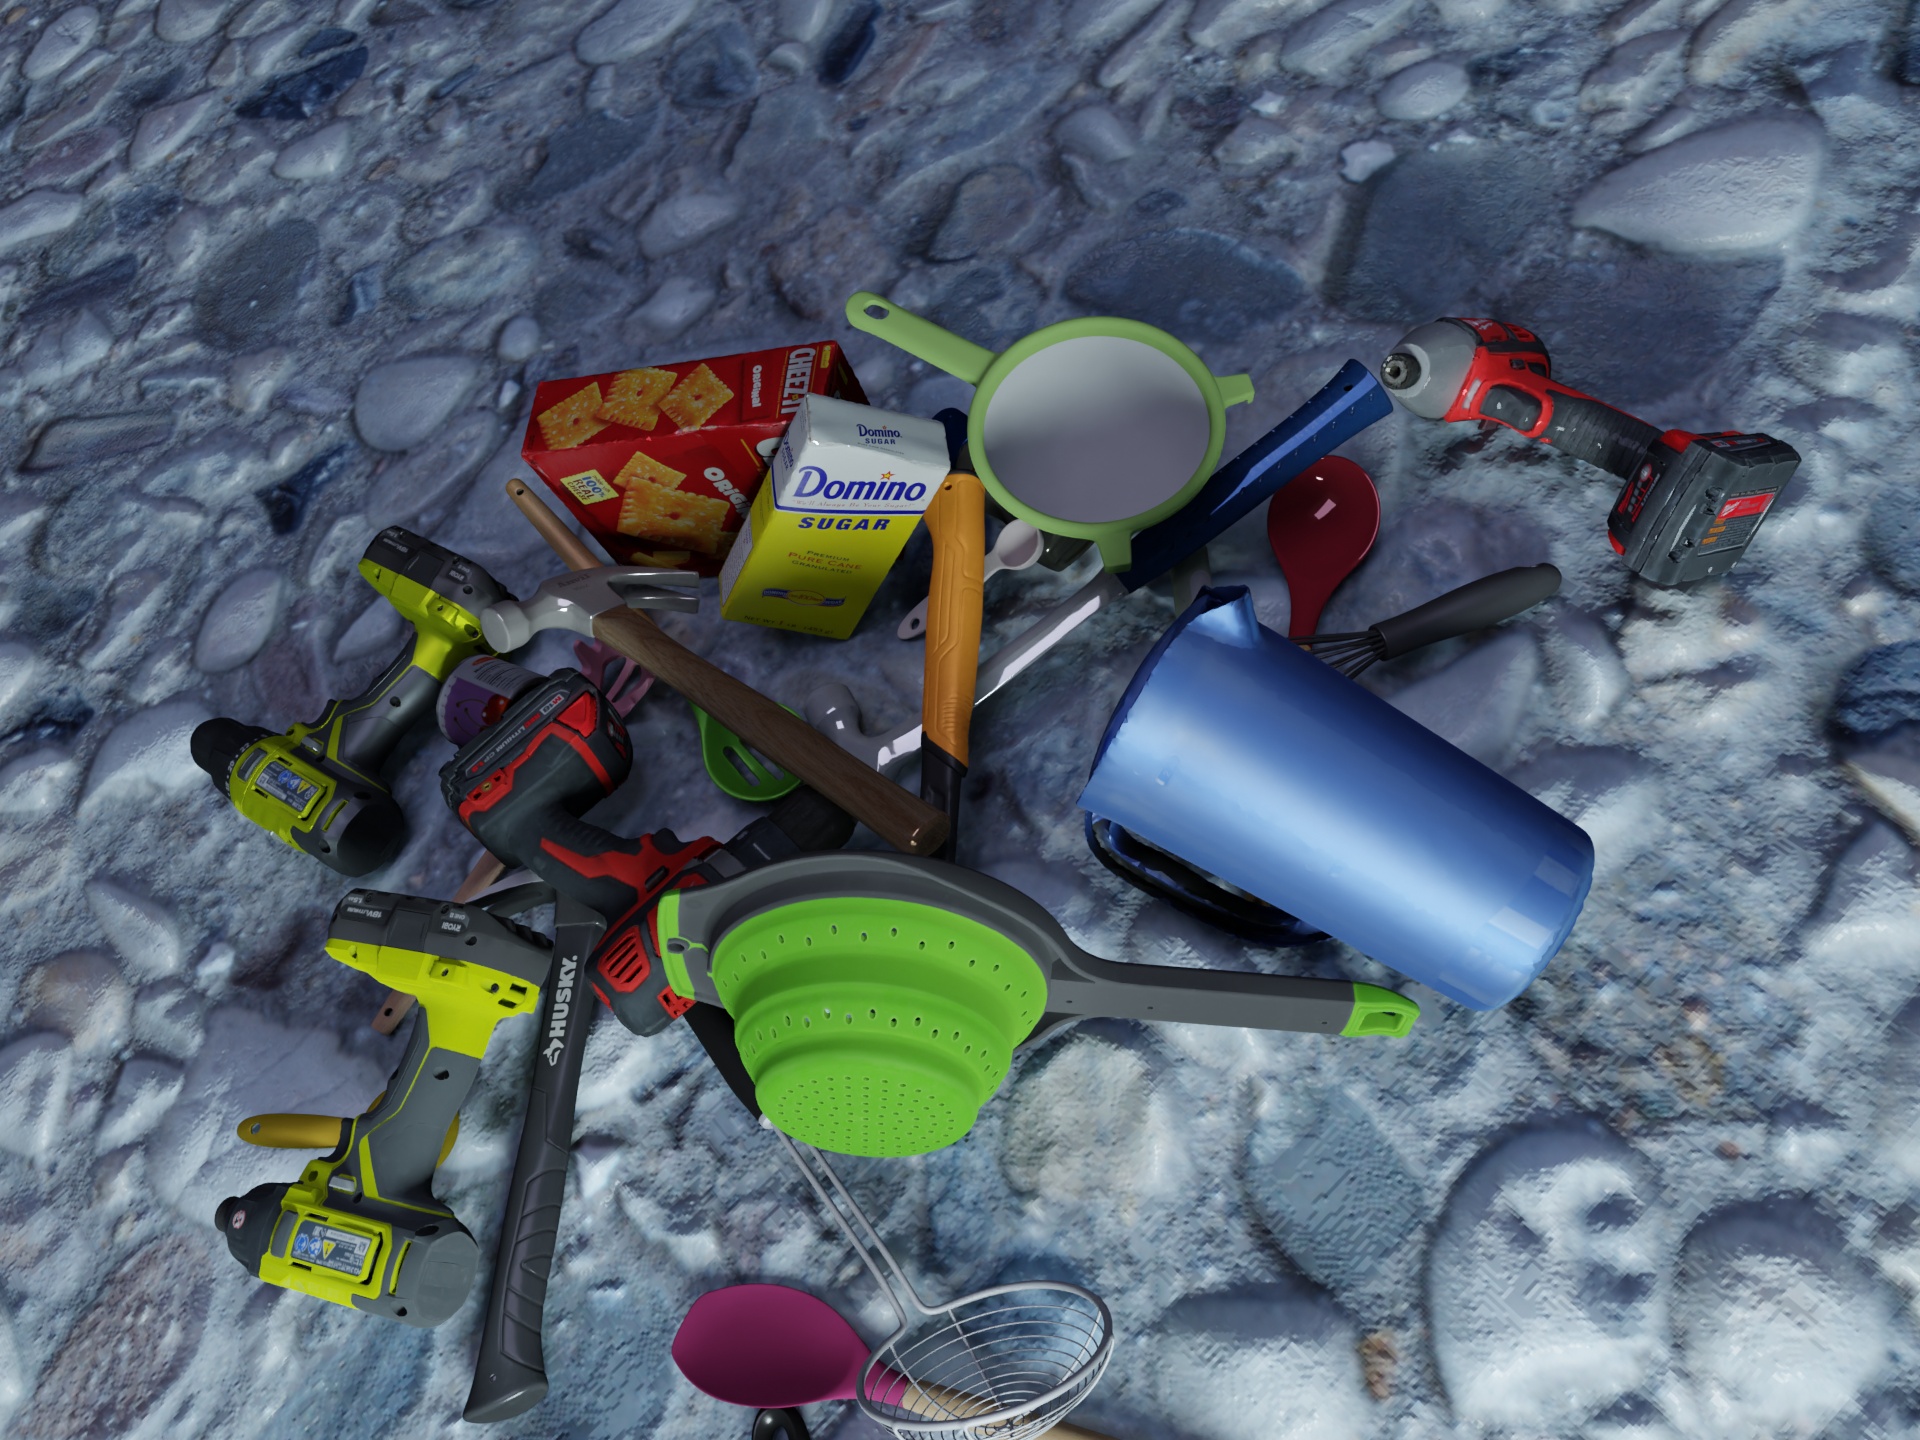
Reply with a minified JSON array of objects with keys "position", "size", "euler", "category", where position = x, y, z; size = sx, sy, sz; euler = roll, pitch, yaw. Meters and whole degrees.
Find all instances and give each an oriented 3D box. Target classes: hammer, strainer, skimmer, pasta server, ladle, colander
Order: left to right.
[{"position":[-0.295,0.066,1.055],"size":[0.060,0.040,0.316],"euler":[27,72,10],"category":"pasta server"},{"position":[-0.248,0.235,0.943],"size":[0.146,0.035,0.335],"euler":[-5,59,15],"category":"hammer"},{"position":[-0.136,-0.012,0.958],"size":[0.331,0.031,0.130],"euler":[32,42,29],"category":"hammer"},{"position":[-0.063,0.233,0.844],"size":[0.127,0.090,0.364],"euler":[-19,45,-31],"category":"skimmer"},{"position":[-0.002,-0.003,0.946],"size":[0.127,0.034,0.337],"euler":[-8,64,23],"category":"hammer"},{"position":[0.038,-0.188,0.971],"size":[0.256,0.069,0.151],"euler":[31,74,18],"category":"strainer"},{"position":[0.038,0.166,0.810],"size":[0.397,0.204,0.095],"euler":[5,51,0],"category":"colander"},{"position":[0.092,-0.076,0.977],"size":[0.405,0.035,0.144],"euler":[-37,57,6],"category":"hammer"},{"position":[0.200,-0.021,0.950],"size":[0.069,0.031,0.316],"euler":[8,65,16],"category":"ladle"}]

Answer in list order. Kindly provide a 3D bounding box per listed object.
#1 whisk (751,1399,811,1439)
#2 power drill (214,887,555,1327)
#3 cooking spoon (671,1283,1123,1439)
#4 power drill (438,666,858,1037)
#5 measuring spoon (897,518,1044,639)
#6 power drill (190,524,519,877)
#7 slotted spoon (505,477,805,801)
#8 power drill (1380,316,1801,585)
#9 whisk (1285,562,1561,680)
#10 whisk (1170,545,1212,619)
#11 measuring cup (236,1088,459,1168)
[{"position":[-0.059,0.463,0.736],"size":[0.073,0.073,0.296],"euler":[-23,50,4],"category":"whisk"},{"position":[-0.336,0.218,0.921],"size":[0.171,0.080,0.223],"euler":[4,69,26],"category":"power drill"},{"position":[-0.003,0.347,0.803],"size":[0.319,0.017,0.069],"euler":[8,42,22],"category":"cooking spoon"},{"position":[-0.186,0.061,0.963],"size":[0.188,0.080,0.227],"euler":[-43,57,-16],"category":"power drill"},{"position":[0.008,-0.088,1.042],"size":[0.124,0.018,0.034],"euler":[-35,56,25],"category":"measuring spoon"},{"position":[-0.429,-0.020,1.129],"size":[0.191,0.080,0.228],"euler":[24,73,29],"category":"power drill"},{"position":[-0.208,-0.059,1.065],"size":[0.070,0.031,0.314],"euler":[-41,72,-12],"category":"slotted spoon"},{"position":[0.351,-0.169,0.923],"size":[0.143,0.078,0.220],"euler":[-12,42,-43],"category":"power drill"},{"position":[0.244,-0.046,0.921],"size":[0.239,0.055,0.055],"euler":[-21,55,-10],"category":"whisk"},{"position":[0.145,-0.116,1.014],"size":[0.059,0.057,0.247],"euler":[-37,48,48],"category":"whisk"},{"position":[-0.385,0.250,0.980],"size":[0.156,0.029,0.062],"euler":[-3,60,14],"category":"measuring cup"}]
